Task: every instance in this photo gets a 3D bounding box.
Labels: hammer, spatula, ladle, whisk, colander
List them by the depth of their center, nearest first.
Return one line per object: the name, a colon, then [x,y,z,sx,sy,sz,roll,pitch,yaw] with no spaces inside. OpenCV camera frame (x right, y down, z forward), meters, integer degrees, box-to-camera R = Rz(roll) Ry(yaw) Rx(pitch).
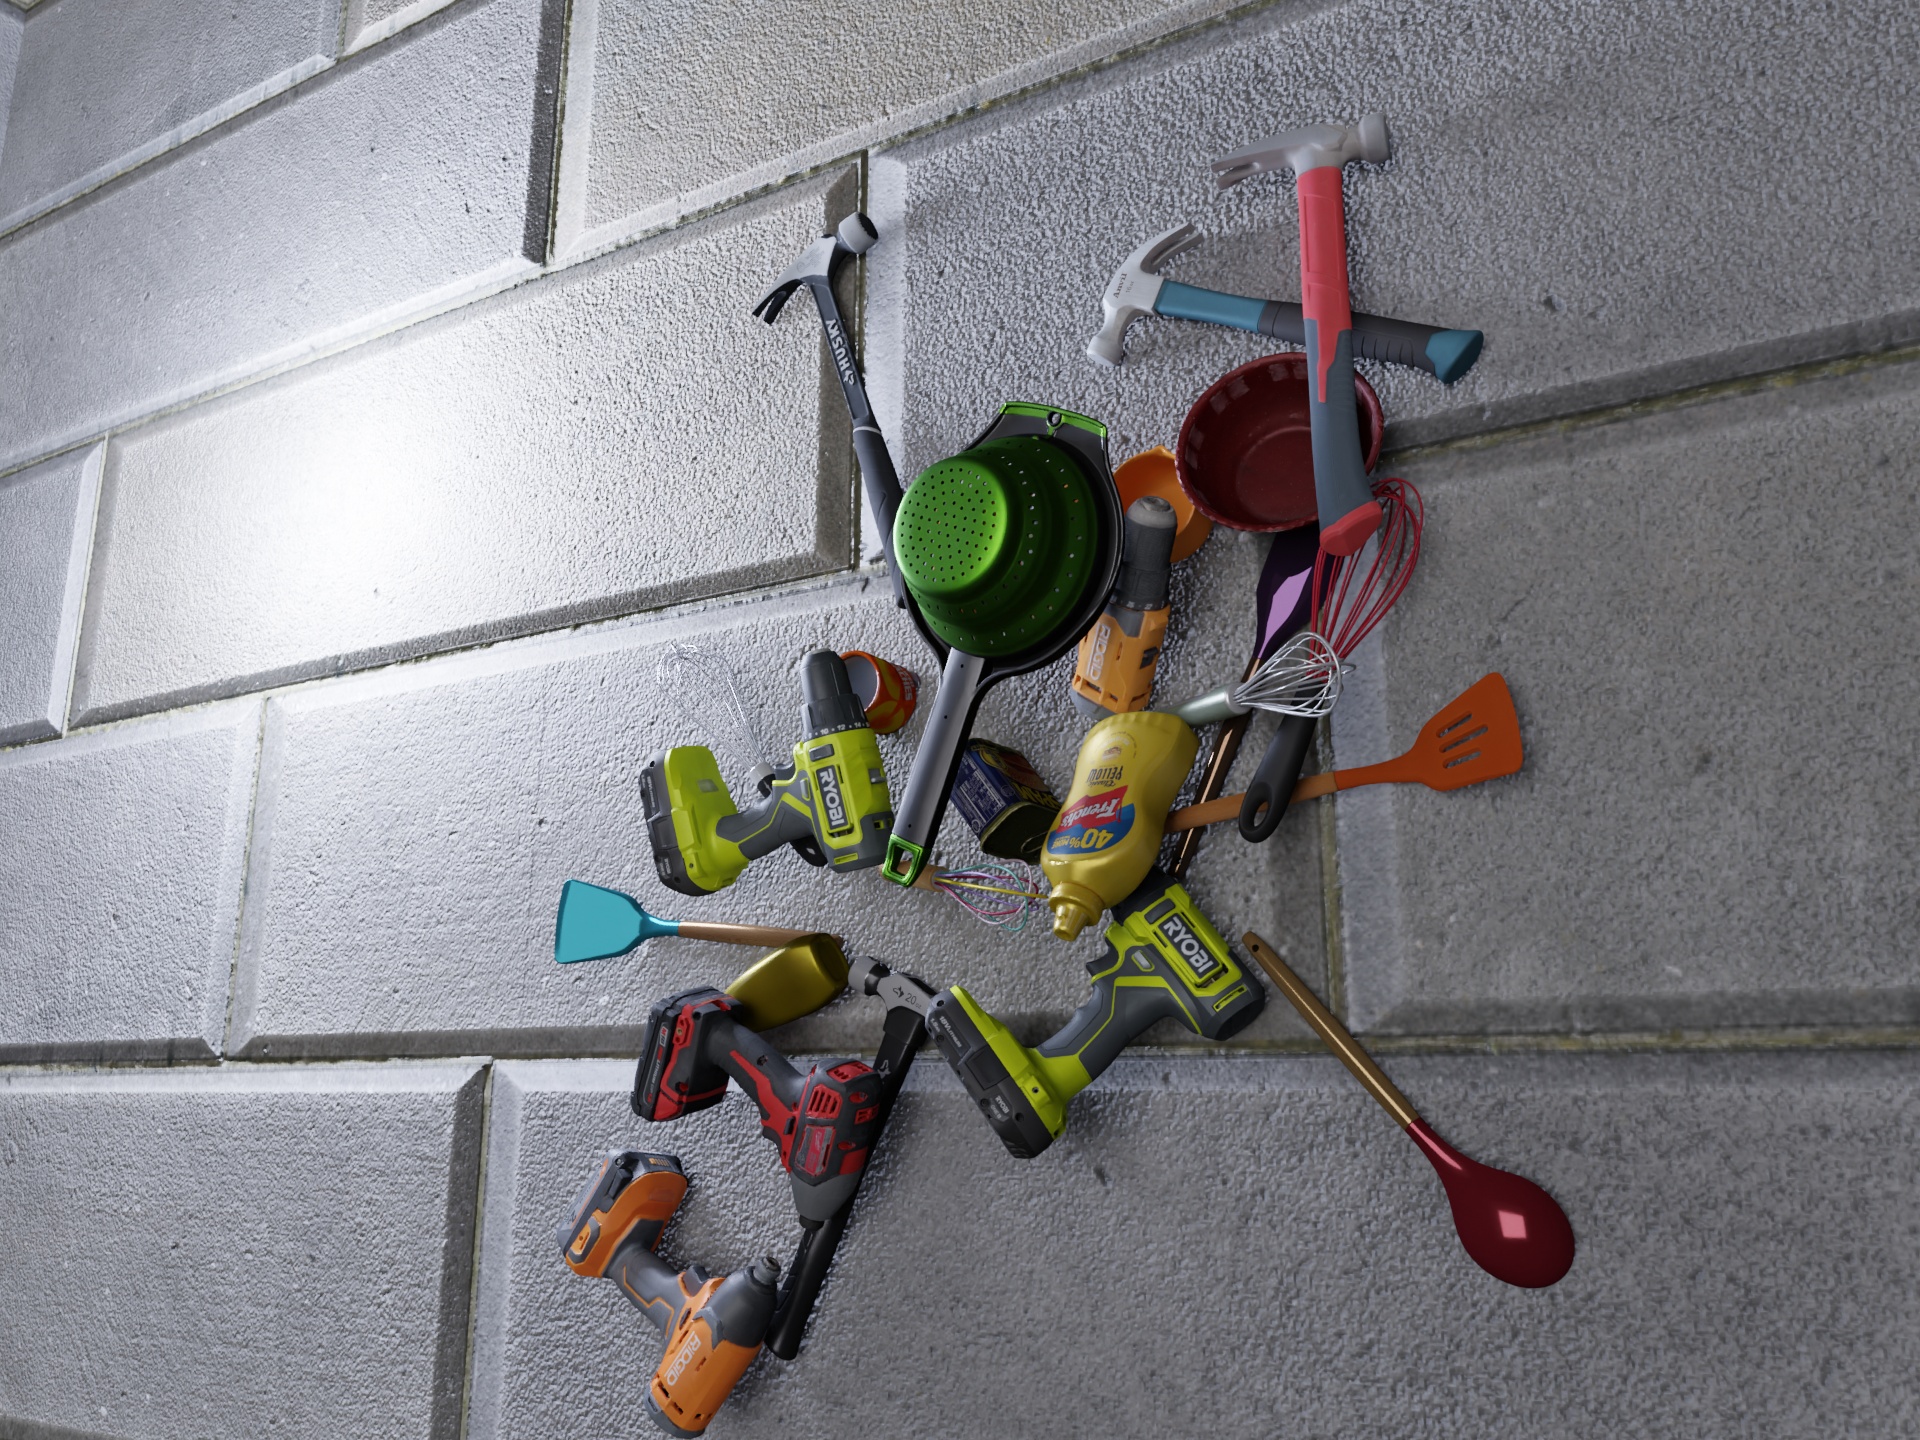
ladle: [0.303,0.264,1.123,0.069,0.031,0.316,-50,56,14]
whisk: [0.209,-0.019,1.171,0.246,0.057,0.059,158,99,-67]
whisk: [0.271,-0.046,1.182,0.073,0.073,0.296,20,84,34]
spatula: [0.255,0.047,1.188,0.322,0.041,0.081,-16,57,23]
hammer: [0.267,-0.299,1.223,0.143,0.038,0.387,-8,64,22]
colander: [-0.009,-0.063,1.229,0.205,0.094,0.397,21,95,36]
spatula: [0.228,-0.023,1.246,0.060,0.018,0.316,22,90,24]
whisk: [-0.003,0.133,1.291,0.245,0.047,0.051,0,109,61]
hammer: [0.260,-0.324,1.293,0.331,0.033,0.128,22,91,34]
hammer: [-0.089,0.379,1.340,0.146,0.035,0.335,23,91,35]
spatula: [-0.246,0.197,1.480,0.317,0.044,0.082,-1,79,31]
whisk: [-0.202,0.029,1.490,0.070,0.070,0.285,-45,63,15]
hammer: [-0.098,-0.287,1.512,0.149,0.036,0.409,-28,65,25]

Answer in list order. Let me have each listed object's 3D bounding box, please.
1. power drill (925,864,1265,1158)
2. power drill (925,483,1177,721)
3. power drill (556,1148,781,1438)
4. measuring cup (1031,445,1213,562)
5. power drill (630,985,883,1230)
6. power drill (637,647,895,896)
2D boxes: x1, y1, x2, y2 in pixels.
power drill: [0.092,0.209,1.205,0.223,0.080,0.171,-34,60,-8]
power drill: [0.077,-0.123,1.297,0.226,0.084,0.185,32,126,33]
power drill: [-0.245,0.473,1.373,0.227,0.084,0.164,41,101,41]
measuring cup: [0.132,-0.178,1.328,0.174,0.052,0.095,10,85,38]
power drill: [-0.169,0.324,1.337,0.220,0.078,0.143,21,103,31]
power drill: [-0.168,0.053,1.396,0.228,0.080,0.190,-17,83,28]
